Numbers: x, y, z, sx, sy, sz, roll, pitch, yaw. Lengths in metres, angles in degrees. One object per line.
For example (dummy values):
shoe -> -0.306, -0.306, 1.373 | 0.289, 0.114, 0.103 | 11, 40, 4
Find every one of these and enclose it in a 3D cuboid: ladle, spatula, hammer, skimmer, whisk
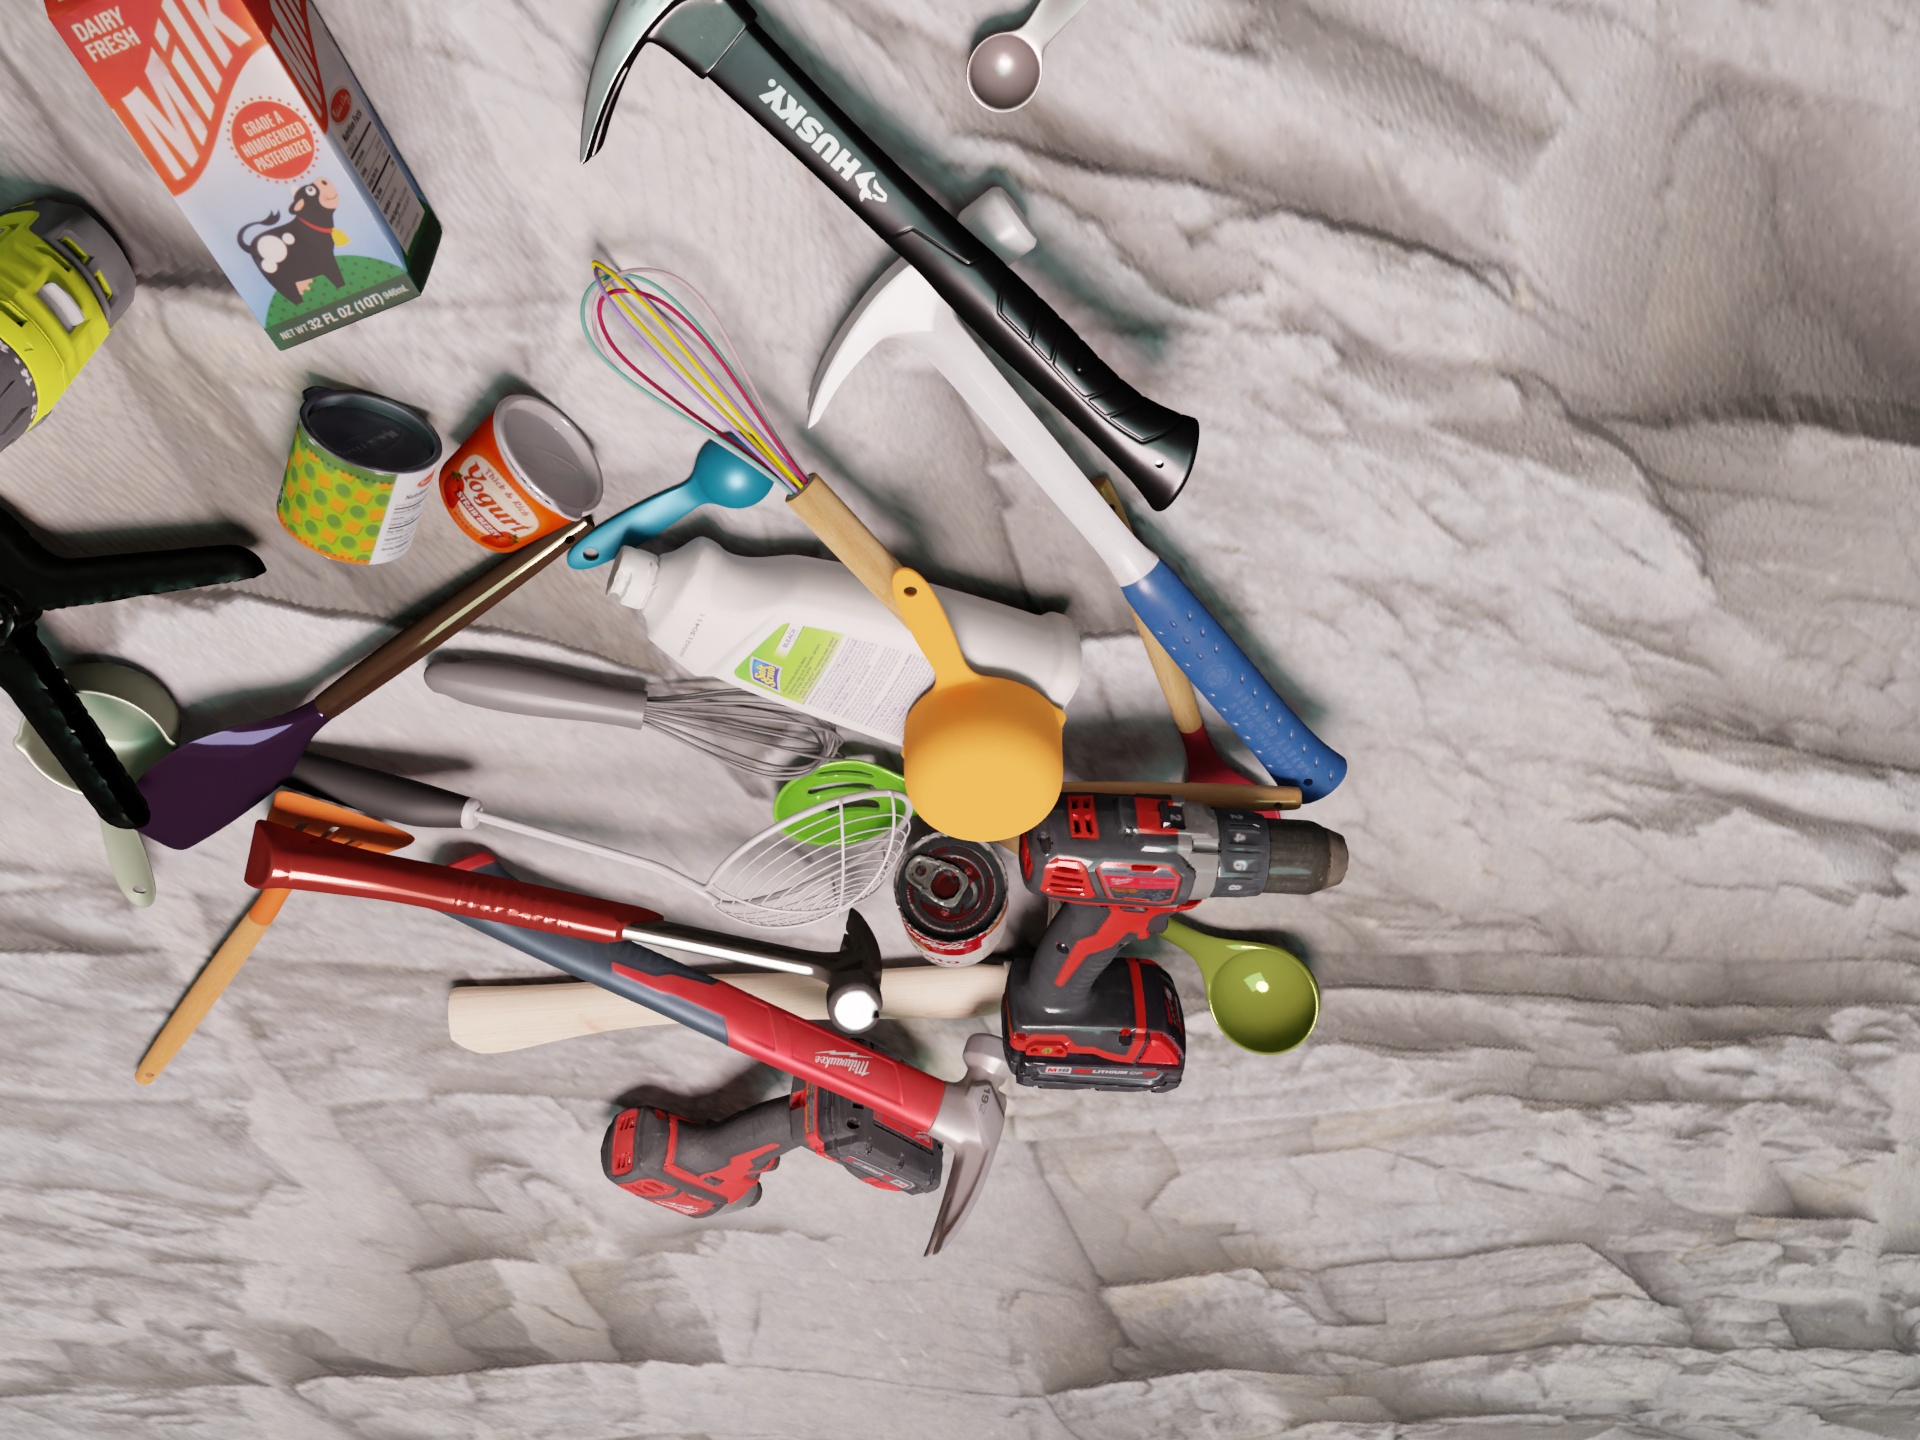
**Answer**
ladle -> 0.130, -0.015, 0.949 | 0.069, 0.031, 0.315 | -26, 127, 0
spatula -> -0.326, -0.022, 0.859 | 0.316, 0.018, 0.059 | -33, 137, 9
spatula -> -0.444, 0.141, 0.982 | 0.081, 0.041, 0.322 | 26, 122, -31
hammer -> -0.130, 0.178, 1.061 | 0.410, 0.038, 0.146 | -2, 128, -7
hammer -> -0.222, 0.110, 0.921 | 0.359, 0.149, 0.036 | 13, 98, -11
hammer -> -0.017, -0.212, 0.718 | 0.334, 0.035, 0.146 | 40, 113, -19
ladle -> 0.116, 0.132, 1.048 | 0.320, 0.062, 0.078 | 32, 115, -26
skimmer -> -0.212, 0.044, 0.916 | 0.363, 0.090, 0.127 | 15, 155, 1
hammer -> 0.085, -0.085, 0.857 | 0.144, 0.035, 0.405 | -34, 122, 19
whisk -> -0.093, -0.129, 0.779 | 0.047, 0.051, 0.244 | -14, 128, 48
hammer -> -0.153, 0.194, 0.984 | 0.386, 0.143, 0.038 | 26, 150, -9
whisk -> -0.181, -0.004, 0.900 | 0.239, 0.055, 0.055 | 10, 127, -12

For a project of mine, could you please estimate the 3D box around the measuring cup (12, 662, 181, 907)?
measuring cup -> -0.472, 0.037, 0.897 | 0.083, 0.038, 0.167 | 2, 130, -10

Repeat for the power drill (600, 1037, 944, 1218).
power drill -> -0.127, 0.299, 1.113 | 0.219, 0.079, 0.143 | -20, 141, 26

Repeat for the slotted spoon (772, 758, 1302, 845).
slotted spoon -> 0.044, 0.047, 0.950 | 0.314, 0.031, 0.070 | 0, 132, 7

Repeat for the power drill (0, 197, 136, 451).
power drill -> -0.477, -0.126, 0.668 | 0.228, 0.191, 0.080 | -17, 129, 11

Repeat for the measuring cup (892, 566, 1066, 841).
measuring cup -> -0.001, -0.003, 0.831 | 0.095, 0.052, 0.173 | -14, 134, 13

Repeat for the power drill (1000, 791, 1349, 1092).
power drill -> 0.119, 0.131, 0.963 | 0.188, 0.080, 0.226 | 3, 134, -6

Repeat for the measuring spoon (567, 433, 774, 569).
measuring spoon -> -0.154, -0.107, 0.835 | 0.128, 0.021, 0.042 | -27, 128, 14

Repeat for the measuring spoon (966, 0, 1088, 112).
measuring spoon -> 0.047, -0.323, 0.698 | 0.034, 0.018, 0.124 | 33, 111, -29
